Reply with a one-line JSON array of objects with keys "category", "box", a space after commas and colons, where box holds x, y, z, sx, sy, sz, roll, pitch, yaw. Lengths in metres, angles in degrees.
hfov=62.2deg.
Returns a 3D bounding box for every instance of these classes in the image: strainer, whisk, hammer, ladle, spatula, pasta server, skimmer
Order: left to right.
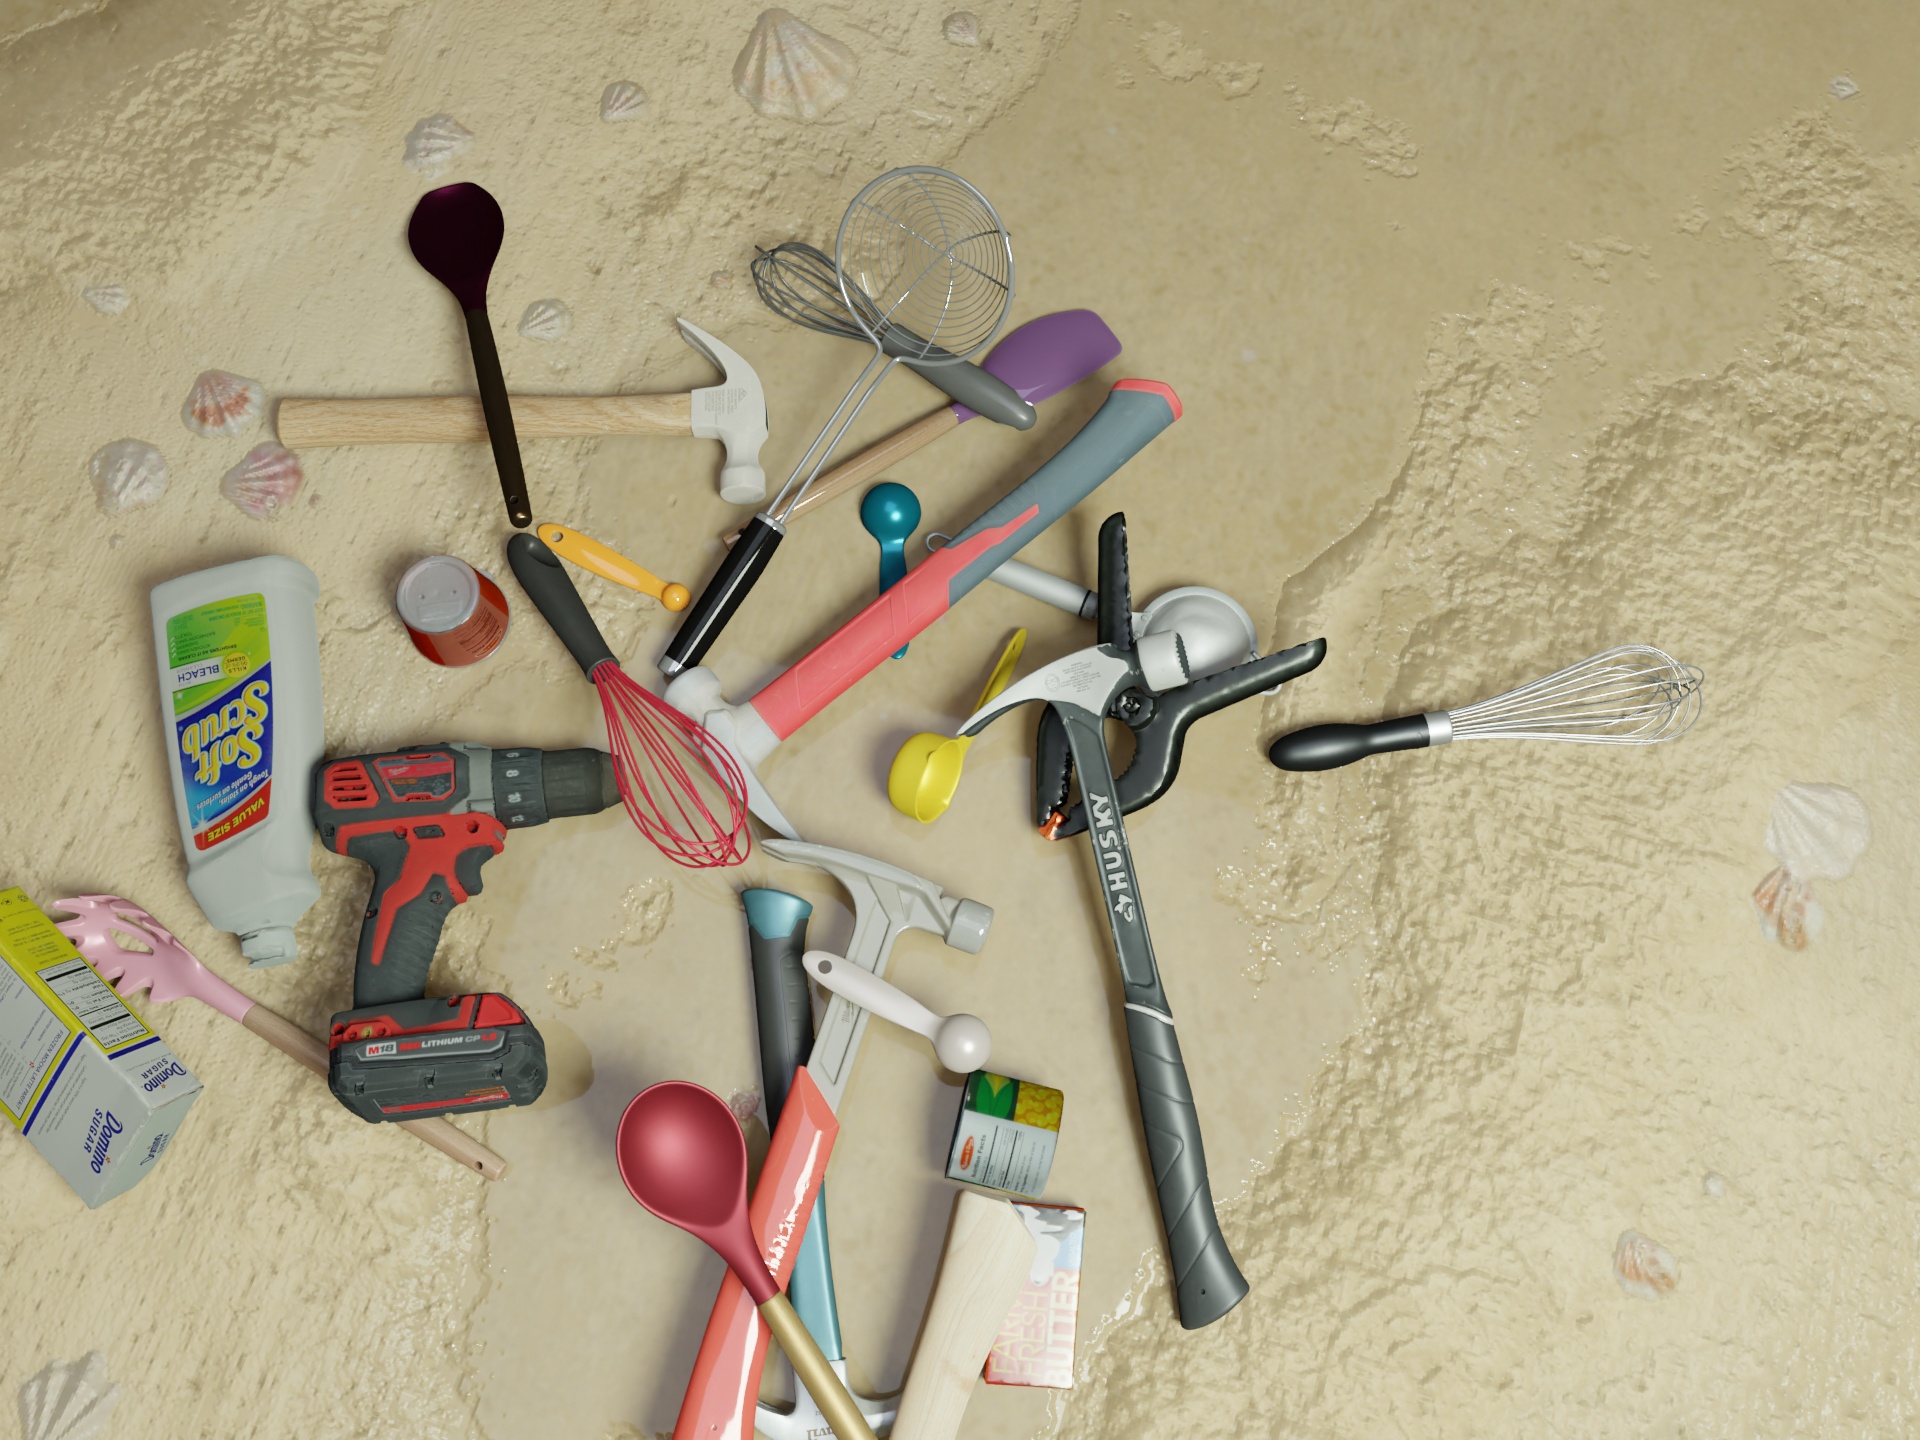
[{"category": "pasta server", "box": [-0.414, 0.195, 0.966, 0.316, 0.040, 0.060, 30, 104, 5]}, {"category": "hammer", "box": [-0.298, -0.210, 1.092, 0.331, 0.031, 0.130, -1, 74, -2]}, {"category": "whisk", "box": [-0.217, -0.018, 1.007, 0.073, 0.073, 0.296, -33, 64, -10]}, {"category": "hammer", "box": [-0.103, 0.251, 0.924, 0.149, 0.036, 0.359, 18, 72, 2]}, {"category": "ladle", "box": [-0.089, 0.336, 0.866, 0.069, 0.031, 0.315, -32, 82, -15]}, {"category": "hammer", "box": [-0.096, 0.263, 0.957, 0.128, 0.033, 0.331, -6, 74, -5]}, {"category": "skimmer", "box": [-0.094, -0.184, 1.027, 0.127, 0.090, 0.363, 33, 87, 6]}, {"category": "hammer", "box": [-0.049, 0.463, 0.873, 0.146, 0.038, 0.411, 15, 80, 3]}, {"category": "whisk", "box": [-0.048, -0.266, 1.100, 0.239, 0.055, 0.055, 33, 75, 12]}, {"category": "spatula", "box": [-0.028, -0.201, 1.104, 0.316, 0.018, 0.060, -32, 72, -11]}, {"category": "hammer", "box": [0.000, -0.082, 1.035, 0.386, 0.038, 0.143, -39, 78, -4]}, {"category": "strainer", "box": [0.094, -0.073, 1.060, 0.258, 0.050, 0.087, 23, 89, 9]}, {"category": "hammer", "box": [0.104, 0.158, 0.963, 0.149, 0.036, 0.409, -14, 82, 17]}, {"category": "whisk", "box": [0.342, -0.001, 1.035, 0.284, 0.070, 0.070, -10, 74, 1]}]

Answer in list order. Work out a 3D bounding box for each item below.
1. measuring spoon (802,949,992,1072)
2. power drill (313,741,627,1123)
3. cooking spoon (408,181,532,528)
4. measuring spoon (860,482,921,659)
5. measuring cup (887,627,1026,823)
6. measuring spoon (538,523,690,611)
[{"category": "measuring spoon", "box": [-0.038, 0.166, 0.927, 0.124, 0.018, 0.034, 27, 73, 6]}, {"category": "power drill", "box": [-0.293, 0.116, 0.966, 0.188, 0.080, 0.227, -5, 64, -10]}, {"category": "cooking spoon", "box": [-0.325, -0.256, 1.081, 0.068, 0.017, 0.319, -17, 61, -5]}, {"category": "measuring spoon", "box": [-0.045, -0.104, 1.072, 0.042, 0.021, 0.129, -3, 72, -2]}, {"category": "measuring cup", "box": [-0.002, -0.003, 1.036, 0.029, 0.062, 0.157, 19, 61, 23]}, {"category": "measuring spoon", "box": [-0.235, -0.105, 1.073, 0.117, 0.011, 0.021, 27, 75, 6]}]
